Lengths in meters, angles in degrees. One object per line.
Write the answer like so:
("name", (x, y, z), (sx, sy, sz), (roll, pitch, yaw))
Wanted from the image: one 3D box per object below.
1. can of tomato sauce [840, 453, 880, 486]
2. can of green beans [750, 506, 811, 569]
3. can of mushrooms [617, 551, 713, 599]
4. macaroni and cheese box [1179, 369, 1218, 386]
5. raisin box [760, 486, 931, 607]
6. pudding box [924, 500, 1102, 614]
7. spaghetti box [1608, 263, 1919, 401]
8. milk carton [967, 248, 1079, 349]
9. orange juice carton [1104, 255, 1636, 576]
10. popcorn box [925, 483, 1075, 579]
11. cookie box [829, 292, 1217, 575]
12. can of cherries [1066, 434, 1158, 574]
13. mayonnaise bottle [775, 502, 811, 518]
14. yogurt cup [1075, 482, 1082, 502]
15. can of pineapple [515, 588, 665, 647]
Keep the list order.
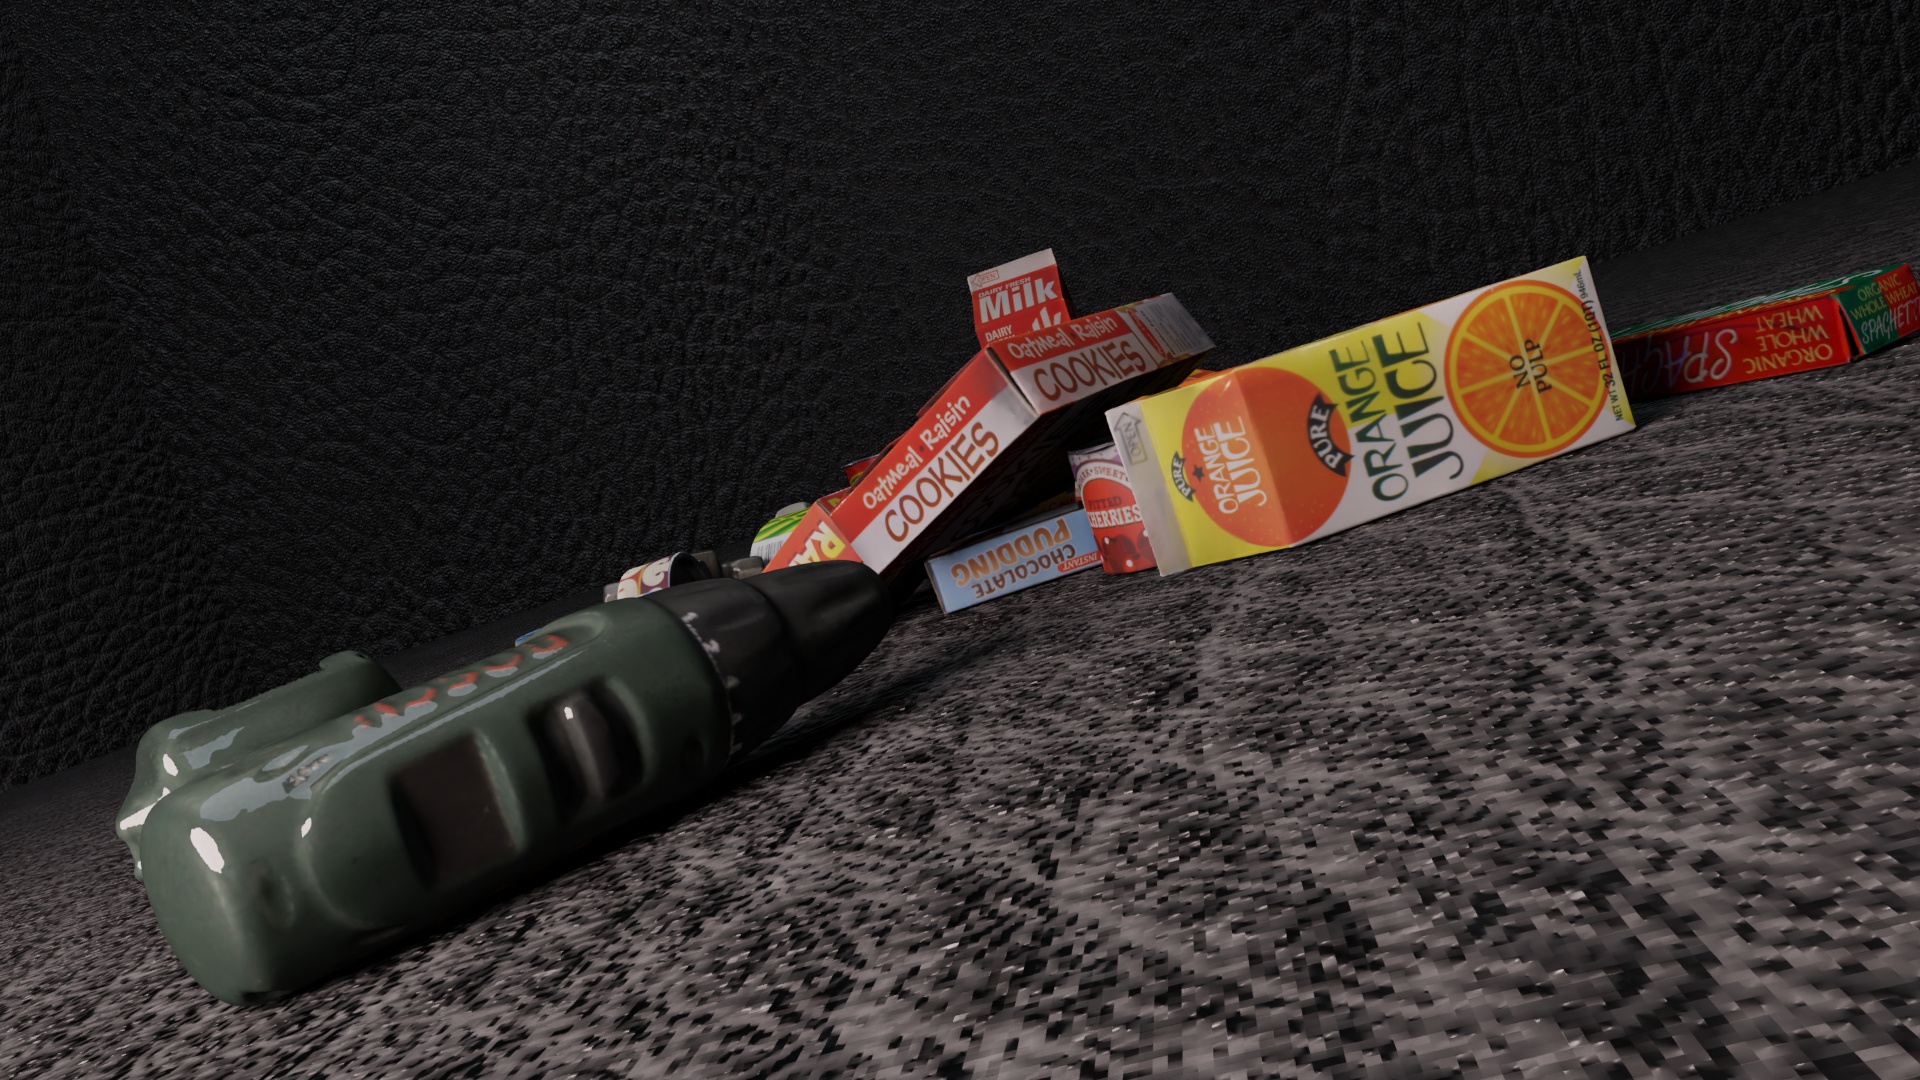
("can of tomato sauce", (-0.046, -0.028, 1.064), (0.071, 0.083, 0.071), (-18, 4, 2))
("can of green beans", (-0.084, 0.012, 0.838), (0.071, 0.071, 0.057), (-22, 5, -43))
("can of mushrooms", (-0.155, 0.041, 0.755), (0.033, 0.071, 0.071), (-19, 4, 12))
("macaroni and cheese box", (0.143, -0.074, 0.896), (0.124, 0.040, 0.167), (14, 24, 38))
("raisin box", (-0.049, 0.008, 0.703), (0.085, 0.040, 0.124), (-49, -12, 29))
("pudding box", (0.027, 0.007, 0.680), (0.084, 0.030, 0.050), (-18, 5, 5))
("spaghetti box", (0.306, -0.081, 0.643), (0.050, 0.028, 0.249), (-21, 5, -23))
("milk carton", (0.067, -0.122, 1.065), (0.072, 0.190, 0.073), (-17, 4, 12))
("orange juice carton", (0.158, -0.048, 0.559), (0.193, 0.071, 0.073), (-18, 4, -7))
("popcorn box", (0.003, -0.010, 0.825), (0.085, 0.038, 0.127), (1, 15, 34))
("cookie box", (0.032, -0.053, 0.647), (0.122, 0.040, 0.168), (-44, -12, 37))
("can of cherries", (0.085, -0.021, 0.615), (0.071, 0.058, 0.071), (-17, 5, 2))
("mayonnaise bottle", (-0.131, 0.007, 1.132), (0.041, 0.064, 0.148), (-21, 8, 0))
("yogurt cup", (0.092, -0.051, 0.971), (0.072, 0.054, 0.072), (-18, 4, 1))
("can of pineapple", (-0.141, 0.057, 0.569), (0.071, 0.058, 0.071), (-18, 4, 2))
